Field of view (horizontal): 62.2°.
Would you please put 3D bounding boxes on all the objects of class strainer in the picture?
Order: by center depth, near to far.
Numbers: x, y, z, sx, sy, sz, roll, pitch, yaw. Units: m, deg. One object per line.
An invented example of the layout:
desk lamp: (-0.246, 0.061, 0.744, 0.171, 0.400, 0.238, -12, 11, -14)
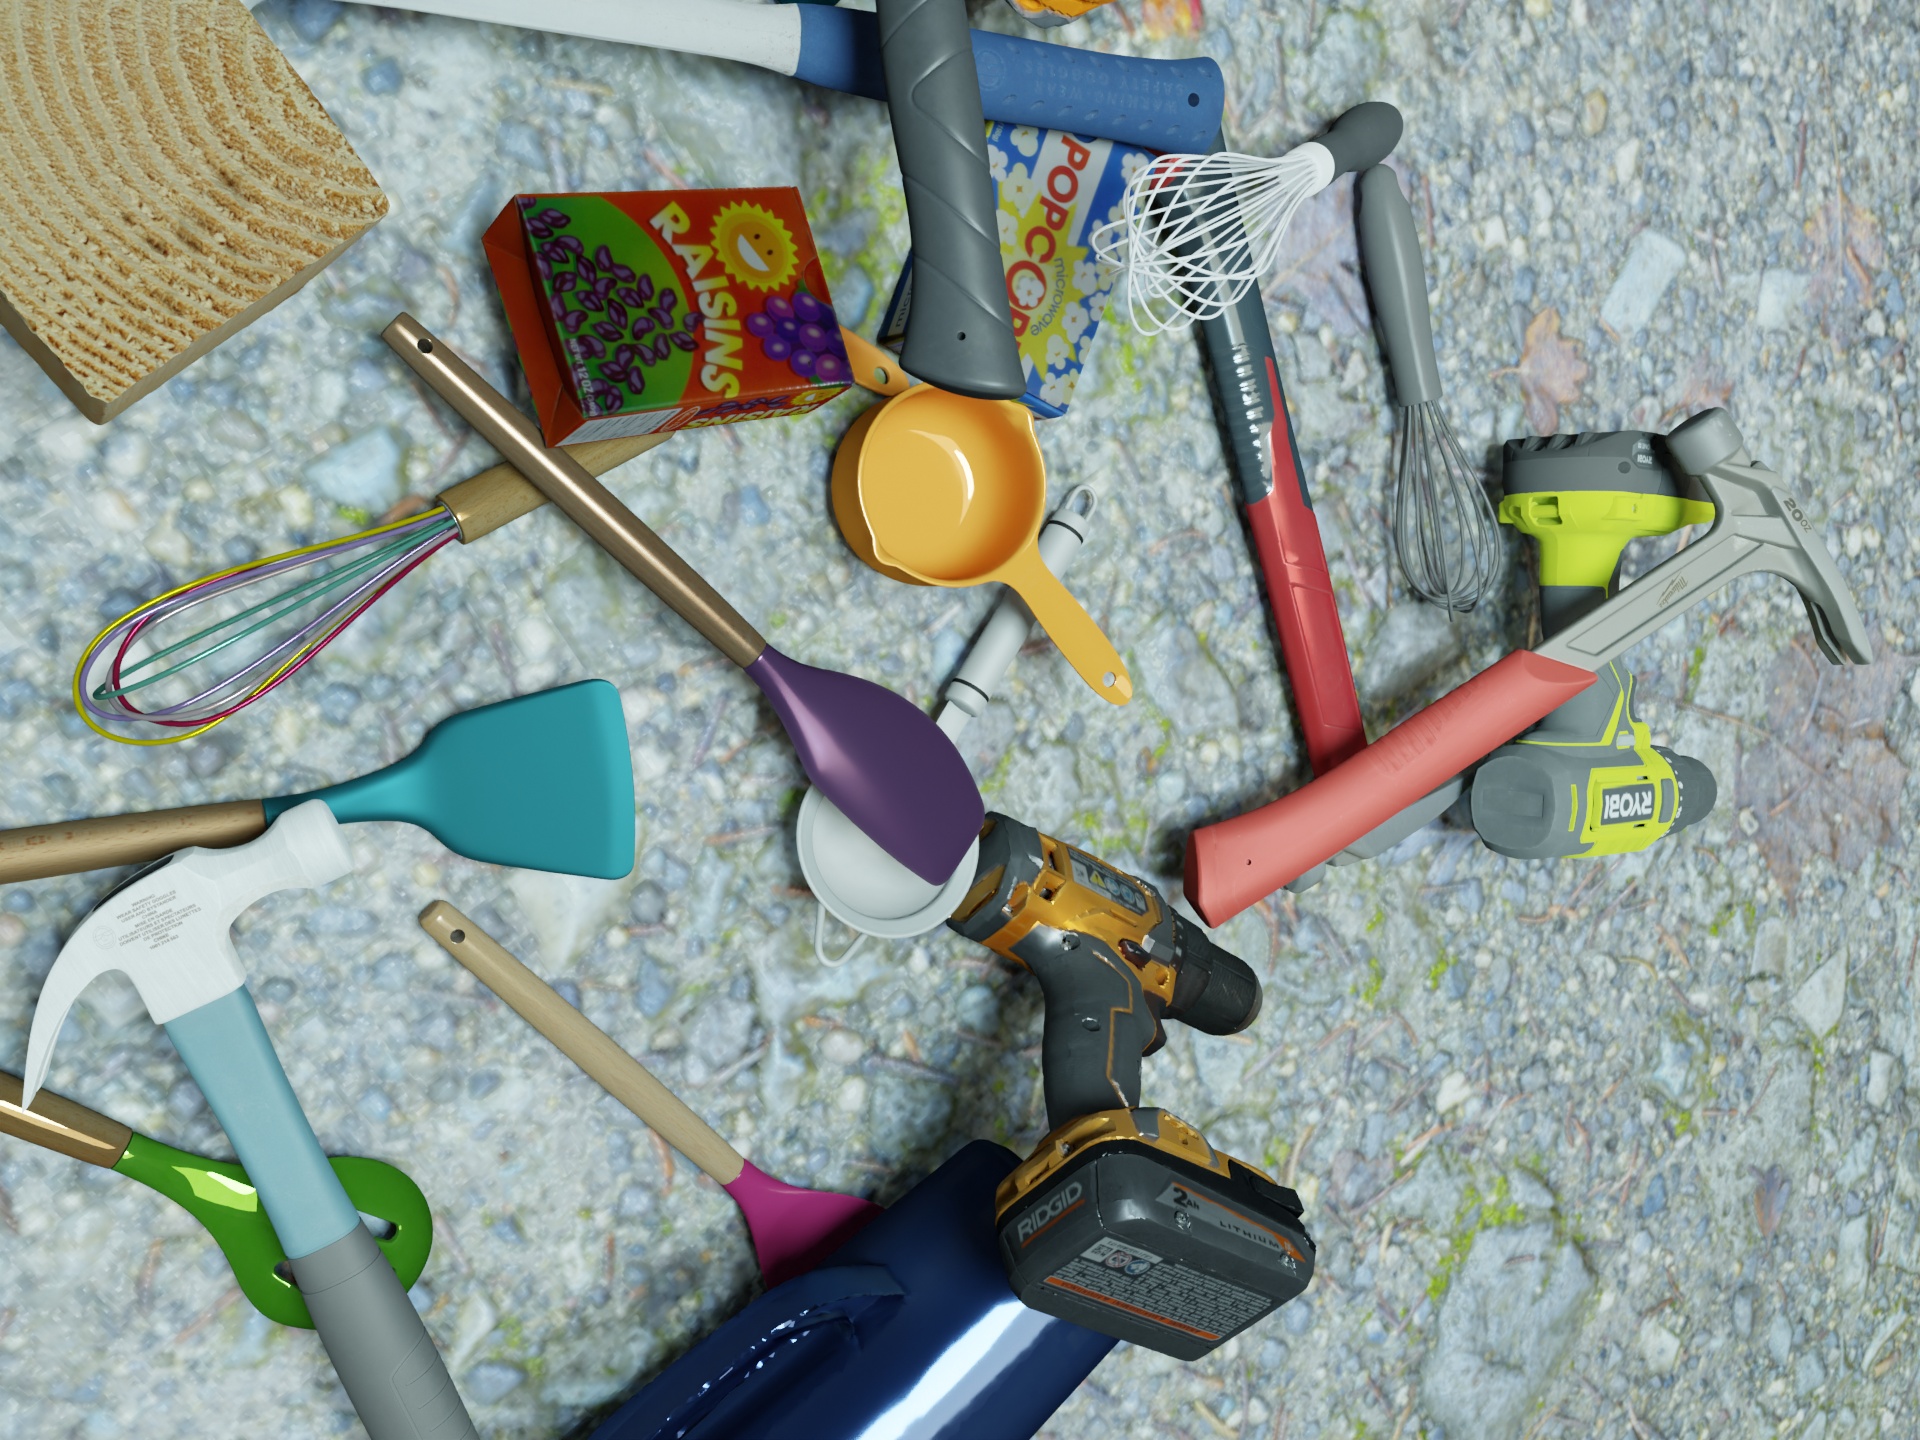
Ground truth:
strainer: (-0.001, -0.002, 0.724, 0.086, 0.050, 0.258, 35, 75, -16)

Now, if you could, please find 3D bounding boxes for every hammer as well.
hammer: (-0.019, -0.317, 0.566, 0.149, 0.036, 0.409, -8, 93, 4)
hammer: (-0.229, 0.202, 0.590, 0.128, 0.033, 0.331, -24, 105, -16)
hammer: (-0.074, -0.253, 0.603, 0.405, 0.035, 0.144, -2, 98, -27)
hammer: (0.269, 0.000, 0.787, 0.359, 0.037, 0.149, -33, 94, -3)
hammer: (0.172, -0.112, 0.801, 0.143, 0.038, 0.386, -26, 109, -24)

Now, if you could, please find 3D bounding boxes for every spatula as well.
spatula: (-0.280, 0.041, 0.576, 0.317, 0.044, 0.082, -9, 105, -26)
spatula: (-0.099, -0.045, 0.635, 0.315, 0.018, 0.060, 43, 66, -24)

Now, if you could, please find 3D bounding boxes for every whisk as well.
whisk: (-0.211, -0.063, 0.599, 0.245, 0.051, 0.047, -34, 102, -26)
whisk: (0.141, -0.237, 0.710, 0.285, 0.070, 0.070, -41, 117, -45)
whisk: (0.237, -0.167, 0.825, 0.055, 0.055, 0.239, -20, 103, -25)

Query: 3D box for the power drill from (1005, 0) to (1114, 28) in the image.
power drill: (0.122, -0.357, 0.626, 0.226, 0.164, 0.084, -53, 125, -41)

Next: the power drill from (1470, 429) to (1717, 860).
power drill: (0.364, -0.038, 0.882, 0.190, 0.080, 0.228, -1, 95, -38)

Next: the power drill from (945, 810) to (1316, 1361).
power drill: (0.084, 0.158, 0.706, 0.185, 0.226, 0.084, 29, 120, -29)

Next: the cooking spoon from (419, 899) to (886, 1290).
cooking spoon: (-0.118, 0.184, 0.701, 0.069, 0.017, 0.318, -45, 116, -9)

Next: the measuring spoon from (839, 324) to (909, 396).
measuring spoon: (-0.070, -0.166, 0.678, 0.116, 0.011, 0.021, 23, 67, -32)

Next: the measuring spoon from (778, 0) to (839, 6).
measuring spoon: (-0.086, -0.321, 0.616, 0.128, 0.021, 0.042, 22, 93, -47)

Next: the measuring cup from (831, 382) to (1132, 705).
measuring cup: (0.013, -0.071, 0.706, 0.095, 0.052, 0.173, -46, 112, -15)

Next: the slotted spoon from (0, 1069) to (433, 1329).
slotted spoon: (-0.330, 0.147, 0.576, 0.313, 0.031, 0.070, 36, 76, -27)
